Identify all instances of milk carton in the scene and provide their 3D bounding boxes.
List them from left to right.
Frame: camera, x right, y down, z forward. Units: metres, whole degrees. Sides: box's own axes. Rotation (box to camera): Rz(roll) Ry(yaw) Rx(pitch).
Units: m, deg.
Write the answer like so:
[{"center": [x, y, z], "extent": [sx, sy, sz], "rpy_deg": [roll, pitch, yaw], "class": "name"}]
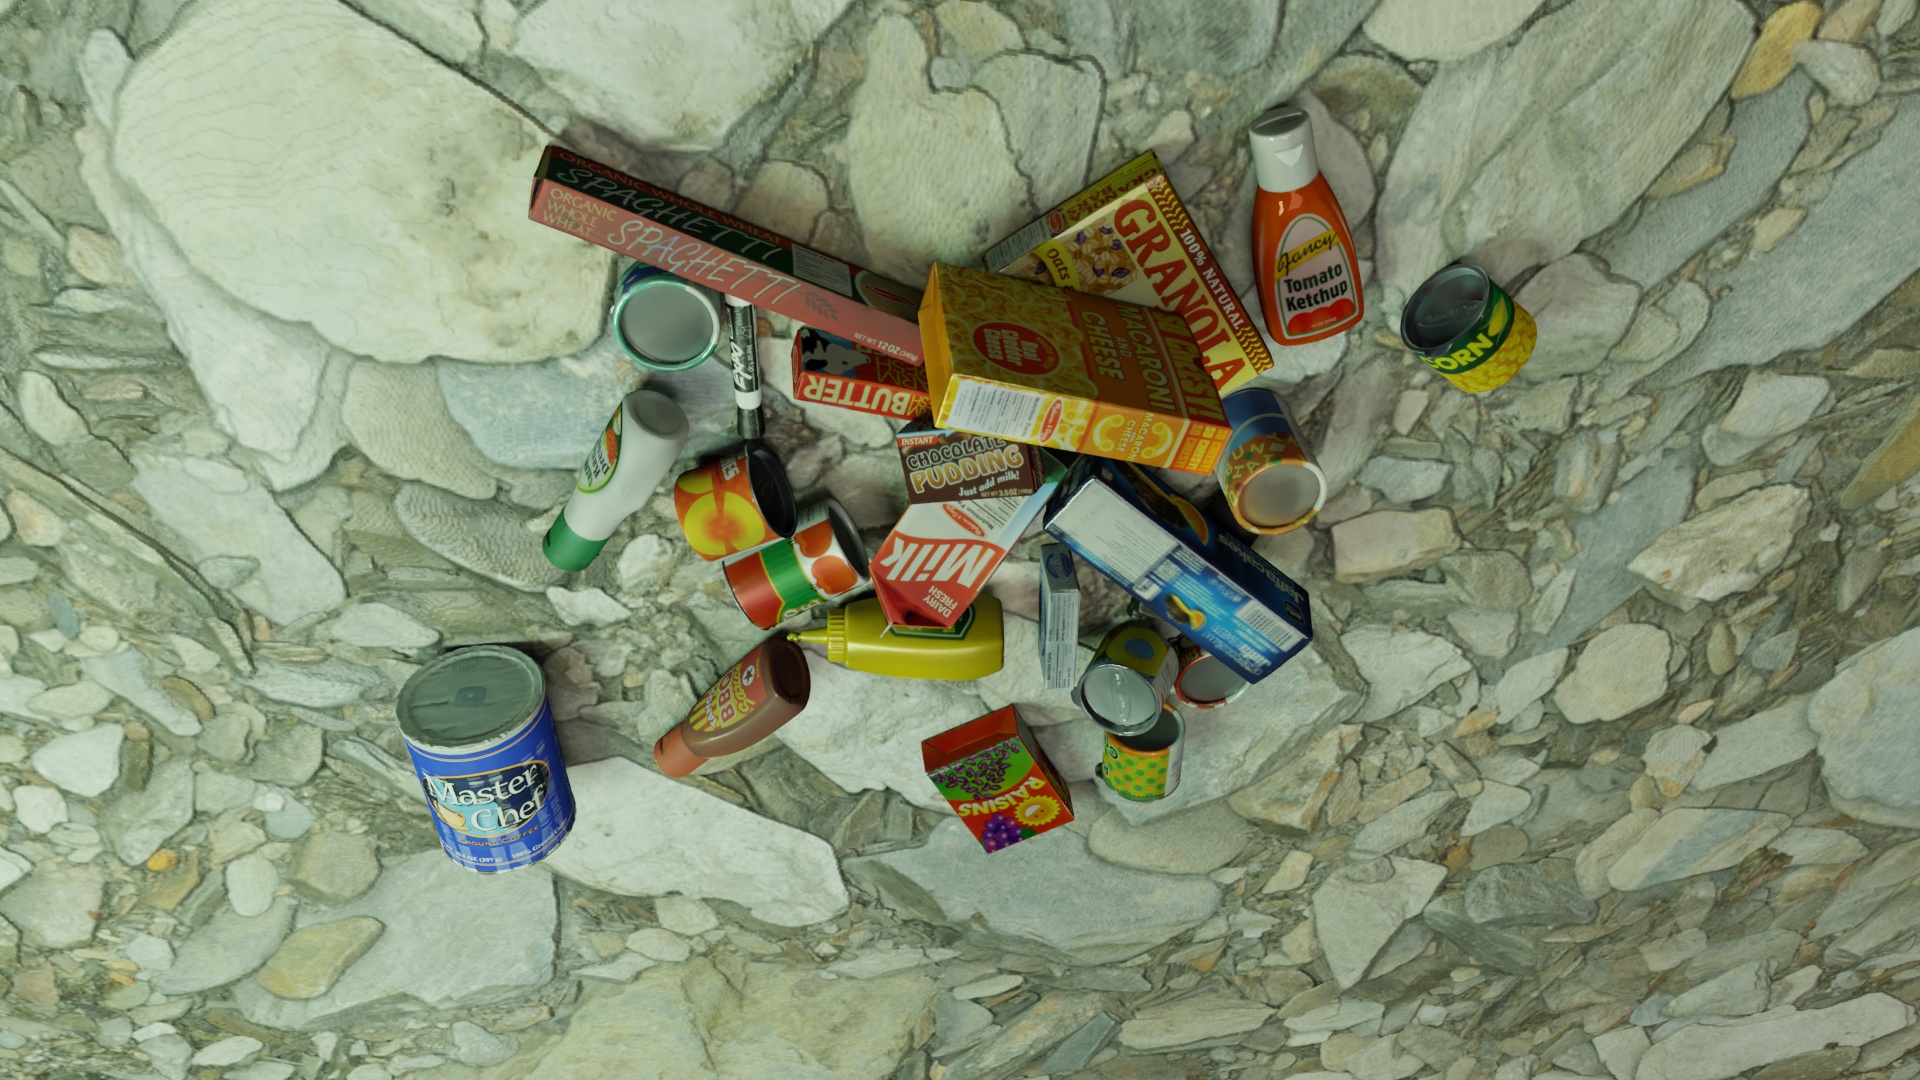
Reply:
[{"center": [0.003, -0.012, 0.945], "extent": [0.073, 0.073, 0.189], "rpy_deg": [37, 119, 3], "class": "milk carton"}]

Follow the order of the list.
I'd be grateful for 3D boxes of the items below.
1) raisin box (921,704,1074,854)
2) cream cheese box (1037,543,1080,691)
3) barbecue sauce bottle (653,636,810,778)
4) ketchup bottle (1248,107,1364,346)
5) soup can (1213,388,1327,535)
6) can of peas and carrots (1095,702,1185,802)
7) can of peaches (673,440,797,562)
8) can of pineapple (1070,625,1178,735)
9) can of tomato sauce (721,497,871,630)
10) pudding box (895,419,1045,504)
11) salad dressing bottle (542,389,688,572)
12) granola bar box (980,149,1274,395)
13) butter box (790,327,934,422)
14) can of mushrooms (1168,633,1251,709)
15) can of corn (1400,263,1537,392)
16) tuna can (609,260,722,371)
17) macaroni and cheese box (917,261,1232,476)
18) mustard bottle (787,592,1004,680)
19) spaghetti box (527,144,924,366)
[{"center": [0.032, 0.201, 1.160], "extent": [0.086, 0.040, 0.123], "rpy_deg": [-25, 127, 10], "class": "raisin box"}, {"center": [0.073, 0.059, 1.041], "extent": [0.024, 0.053, 0.103], "rpy_deg": [-4, 129, -4], "class": "cream cheese box"}, {"center": [-0.176, 0.134, 1.059], "extent": [0.043, 0.065, 0.148], "rpy_deg": [27, 129, -37], "class": "barbecue sauce bottle"}, {"center": [0.210, -0.194, 0.865], "extent": [0.065, 0.044, 0.148], "rpy_deg": [-18, 129, 6], "class": "ketchup bottle"}, {"center": [0.205, -0.053, 0.952], "extent": [0.071, 0.084, 0.071], "rpy_deg": [-4, 130, -5], "class": "soup can"}, {"center": [0.147, 0.170, 1.136], "extent": [0.071, 0.071, 0.058], "rpy_deg": [-5, 129, -5], "class": "can of peas and carrots"}, {"center": [-0.151, -0.026, 0.926], "extent": [0.058, 0.071, 0.071], "rpy_deg": [-19, 130, 16], "class": "can of peaches"}, {"center": [0.128, 0.107, 1.072], "extent": [0.071, 0.058, 0.070], "rpy_deg": [12, 123, 19], "class": "can of pineapple"}, {"center": [-0.113, 0.018, 0.969], "extent": [0.083, 0.071, 0.071], "rpy_deg": [-25, 128, 11], "class": "can of tomato sauce"}, {"center": [0.007, -0.052, 0.864], "extent": [0.083, 0.030, 0.049], "rpy_deg": [-4, 109, 17], "class": "pudding box"}, {"center": [-0.230, -0.035, 0.914], "extent": [0.044, 0.064, 0.147], "rpy_deg": [16, 133, -32], "class": "salad dressing bottle"}, {"center": [0.109, -0.148, 0.889], "extent": [0.124, 0.039, 0.165], "rpy_deg": [-29, 127, 15], "class": "granola bar box"}, {"center": [-0.055, -0.104, 0.888], "extent": [0.103, 0.053, 0.024], "rpy_deg": [9, 129, -16], "class": "butter box"}, {"center": [0.197, 0.101, 1.109], "extent": [0.071, 0.033, 0.070], "rpy_deg": [-5, 130, -5], "class": "can of mushrooms"}, {"center": [0.334, -0.136, 0.914], "extent": [0.058, 0.071, 0.071], "rpy_deg": [30, 119, -29], "class": "can of corn"}, {"center": [-0.182, -0.138, 0.853], "extent": [0.071, 0.033, 0.070], "rpy_deg": [-5, 129, -6], "class": "tuna can"}, {"center": [0.064, -0.102, 0.812], "extent": [0.167, 0.124, 0.040], "rpy_deg": [9, 128, -15], "class": "macaroni and cheese box"}, {"center": [-0.048, 0.070, 1.026], "extent": [0.160, 0.065, 0.048], "rpy_deg": [-1, 133, -4], "class": "mustard bottle"}, {"center": [-0.131, -0.168, 0.827], "extent": [0.250, 0.050, 0.028], "rpy_deg": [18, 123, -22], "class": "spaghetti box"}]
